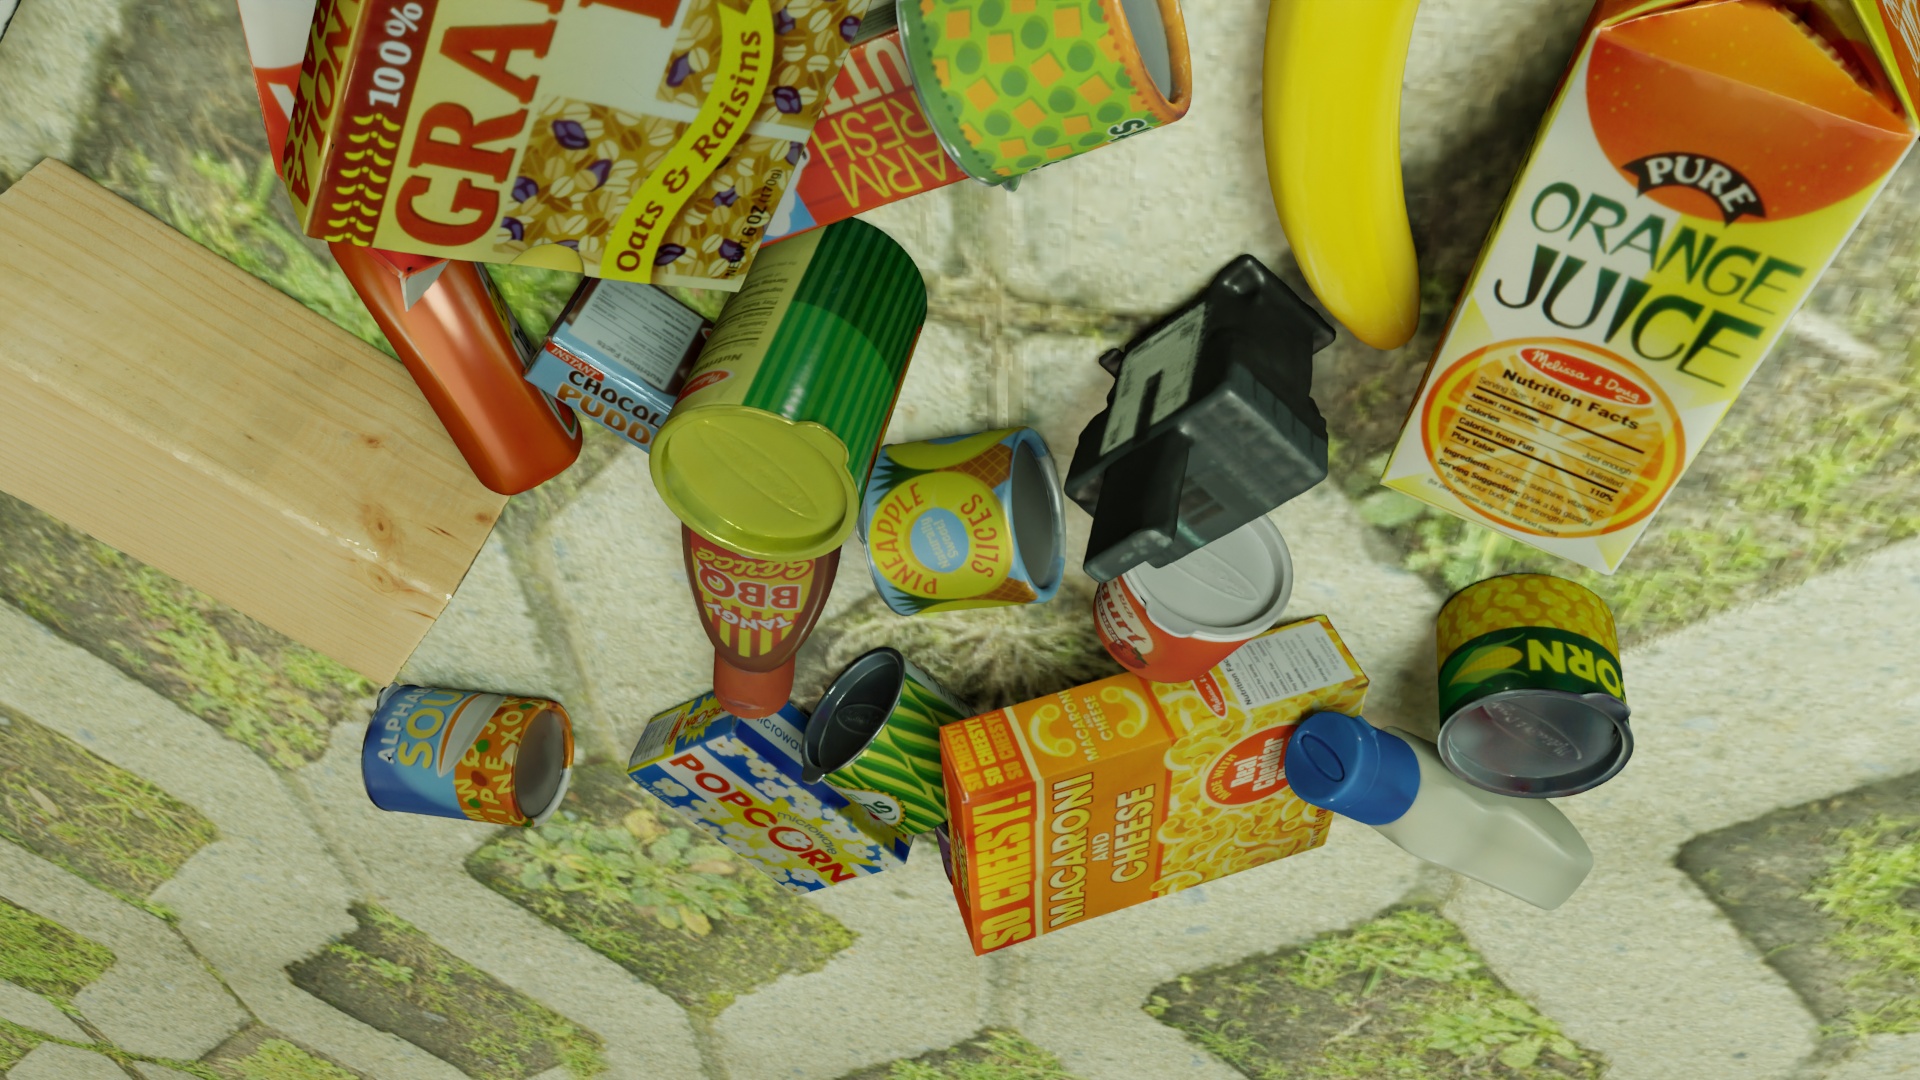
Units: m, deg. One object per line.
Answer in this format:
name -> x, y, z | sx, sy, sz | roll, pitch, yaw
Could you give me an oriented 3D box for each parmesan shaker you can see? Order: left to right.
parmesan shaker -> -0.051, -0.053, 0.455 | 0.071, 0.103, 0.071 | 9, 138, 8

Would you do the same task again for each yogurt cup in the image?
yogurt cup -> 0.083, 0.018, 0.523 | 0.072, 0.073, 0.053 | 18, 146, -3

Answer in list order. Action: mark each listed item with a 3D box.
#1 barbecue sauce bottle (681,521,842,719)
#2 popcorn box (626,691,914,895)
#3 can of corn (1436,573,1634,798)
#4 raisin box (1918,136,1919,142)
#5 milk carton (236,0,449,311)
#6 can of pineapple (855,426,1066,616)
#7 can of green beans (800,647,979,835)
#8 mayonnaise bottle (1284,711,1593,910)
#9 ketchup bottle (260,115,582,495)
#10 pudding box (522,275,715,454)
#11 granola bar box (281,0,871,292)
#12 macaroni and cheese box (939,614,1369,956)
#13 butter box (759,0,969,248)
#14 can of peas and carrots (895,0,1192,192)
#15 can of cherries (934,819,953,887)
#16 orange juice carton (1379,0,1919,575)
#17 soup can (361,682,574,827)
barbecue sauce bottle -> -0.085, 0.020, 0.588 | 0.065, 0.044, 0.147 | 14, 138, 1
popcorn box -> -0.094, 0.128, 0.709 | 0.085, 0.038, 0.126 | -25, 124, 35
can of corn -> 0.216, 0.053, 0.523 | 0.071, 0.058, 0.070 | 9, 137, 8
raisin box -> 0.269, -0.150, 0.304 | 0.086, 0.040, 0.122 | -1, 135, 19
milk carton -> -0.154, -0.159, 0.398 | 0.073, 0.073, 0.189 | 15, 137, 1
can of pineapple -> 0.002, -0.006, 0.515 | 0.058, 0.071, 0.070 | -7, 133, 22
can of green beans -> -0.029, 0.092, 0.630 | 0.071, 0.071, 0.057 | -28, 123, 37
mayonnaise bottle -> 0.190, 0.106, 0.558 | 0.148, 0.065, 0.041 | 24, 106, -33
ketchup bottle -> -0.189, -0.089, 0.494 | 0.043, 0.065, 0.148 | -31, 124, -10
pudding box -> -0.108, -0.059, 0.506 | 0.083, 0.050, 0.030 | 32, 137, -17
granola bar box -> -0.085, -0.143, 0.346 | 0.124, 0.039, 0.164 | 0, 136, -39
macaroni and cheese box -> 0.077, 0.104, 0.578 | 0.167, 0.040, 0.123 | -14, 137, -10
butter box -> -0.039, -0.128, 0.431 | 0.103, 0.024, 0.053 | -11, 131, 26
can of peas and carrots -> 0.025, -0.134, 0.374 | 0.058, 0.071, 0.070 | -13, 131, 27
can of cherries -> 0.020, 0.133, 0.664 | 0.071, 0.072, 0.058 | 4, 137, 13
orange juice carton -> 0.182, -0.087, 0.362 | 0.073, 0.072, 0.191 | 24, 140, 14
soup can -> -0.253, 0.109, 0.717 | 0.084, 0.072, 0.071 | 4, 136, 12
